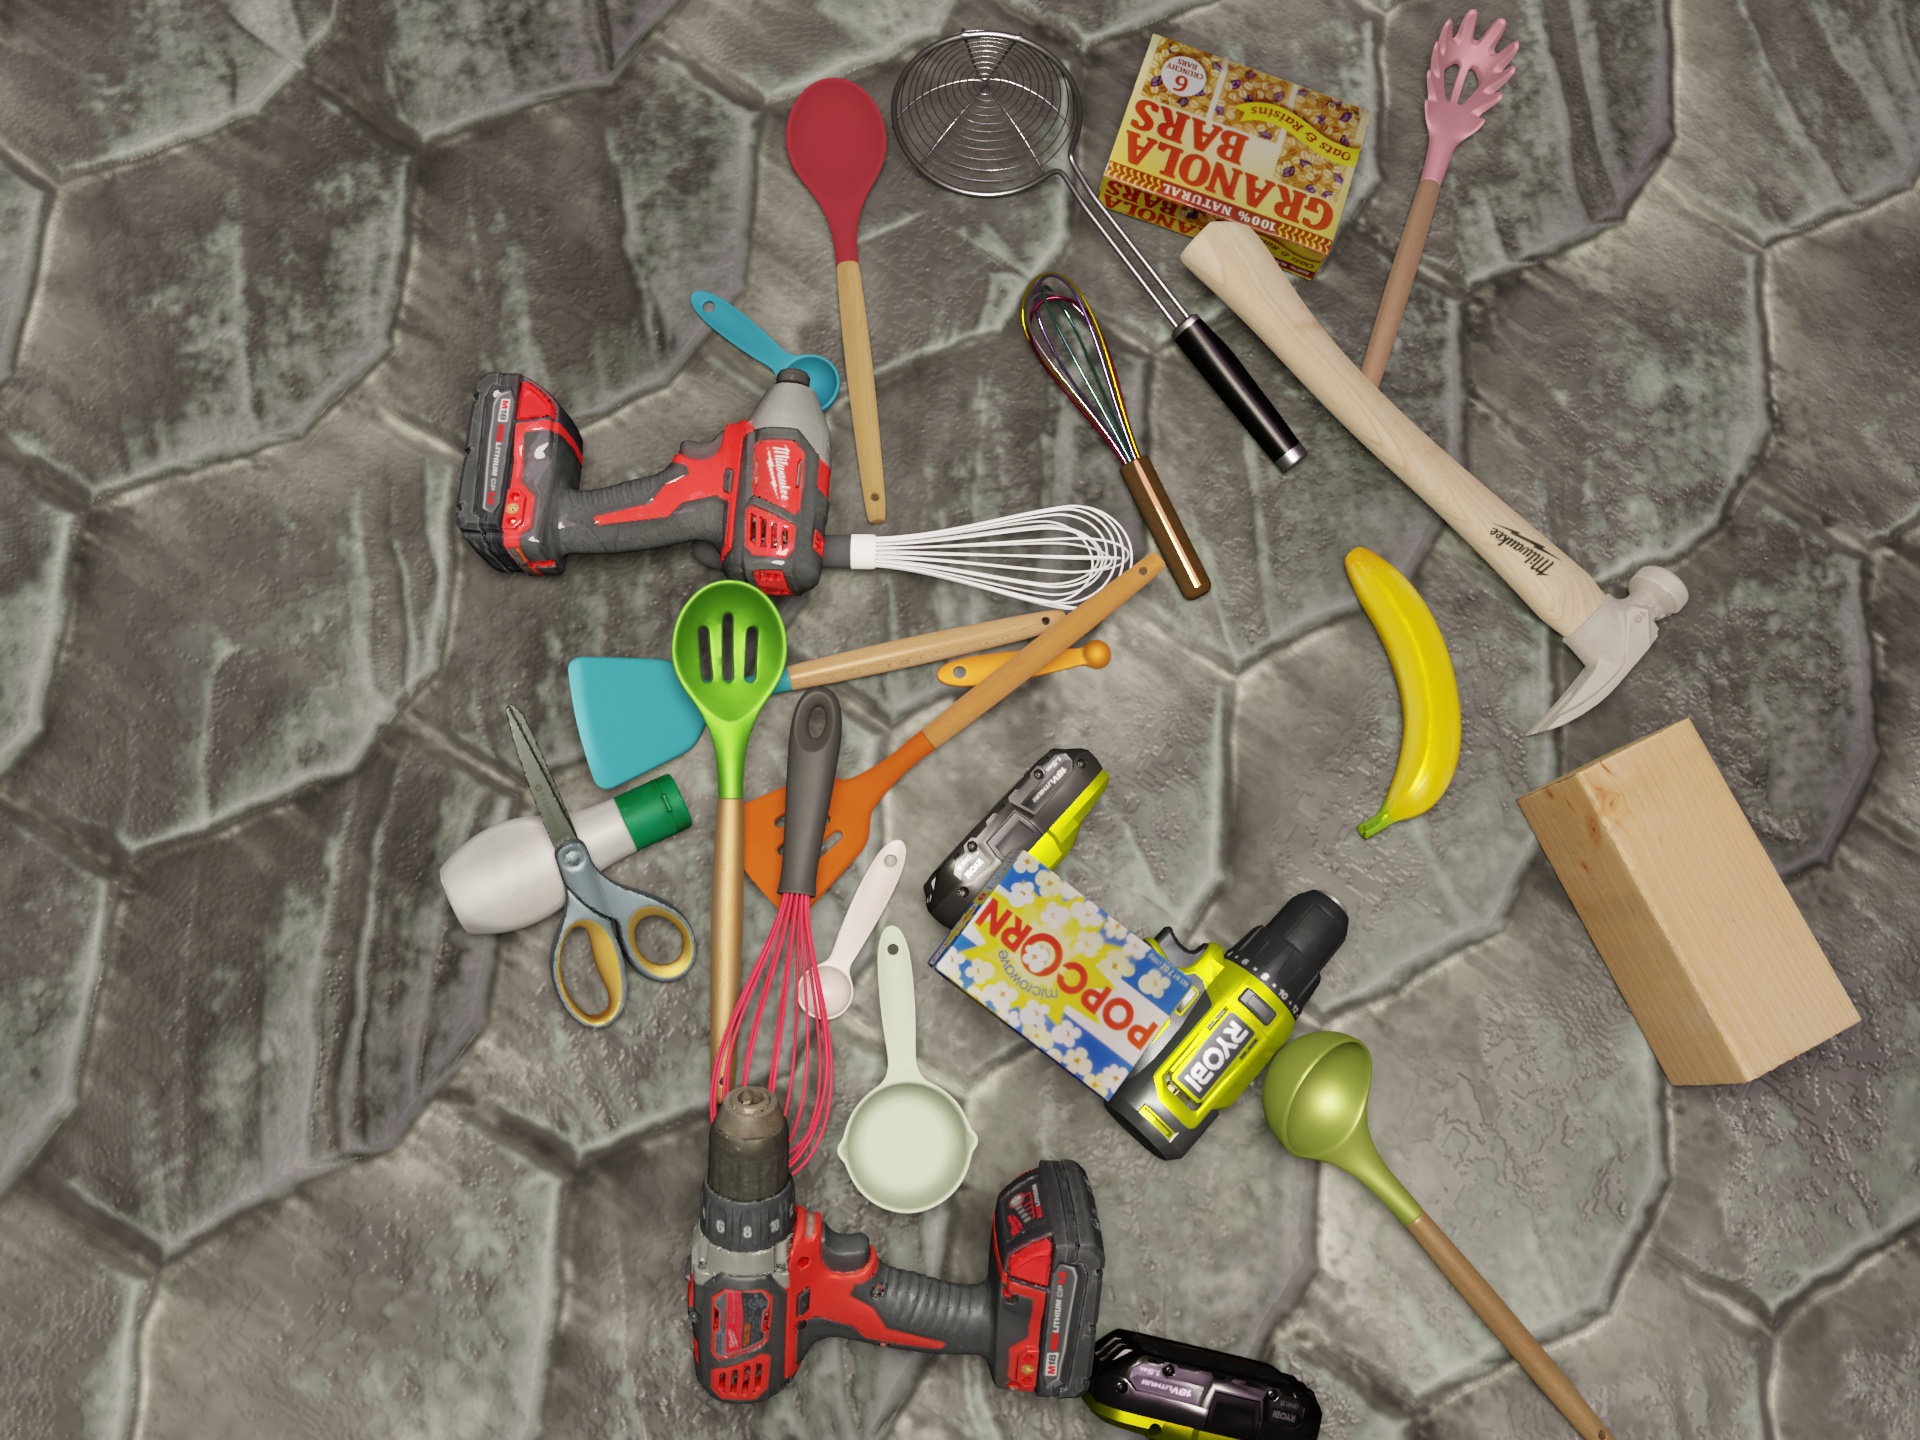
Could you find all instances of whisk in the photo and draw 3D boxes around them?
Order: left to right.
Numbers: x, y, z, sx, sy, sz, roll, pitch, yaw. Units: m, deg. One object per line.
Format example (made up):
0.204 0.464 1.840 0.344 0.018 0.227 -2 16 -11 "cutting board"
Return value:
-0.100 0.122 0.942 0.073 0.073 0.296 7 77 -4 "whisk"
-0.031 -0.110 1.028 0.284 0.070 0.070 1 77 -1 "whisk"
0.104 -0.191 1.071 0.047 0.051 0.245 -27 85 10 "whisk"

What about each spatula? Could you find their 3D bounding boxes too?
-0.082 -0.031 1.006 0.317 0.044 0.082 -13 88 -9 "spatula"
-0.002 -0.003 0.993 0.322 0.041 0.081 -38 83 0 "spatula"

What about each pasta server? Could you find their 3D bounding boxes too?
0.330 -0.363 1.133 0.060 0.040 0.316 19 77 2 "pasta server"

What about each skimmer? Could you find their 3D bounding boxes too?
0.100 -0.304 1.066 0.363 0.127 0.090 52 44 1 "skimmer"

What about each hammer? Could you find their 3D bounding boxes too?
0.298 -0.174 1.072 0.410 0.038 0.146 45 78 1 "hammer"

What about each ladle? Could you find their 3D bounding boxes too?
-0.072 -0.285 1.078 0.069 0.031 0.315 -6 79 -3 "ladle"
0.292 0.316 0.946 0.078 0.062 0.320 -40 91 -19 "ladle"

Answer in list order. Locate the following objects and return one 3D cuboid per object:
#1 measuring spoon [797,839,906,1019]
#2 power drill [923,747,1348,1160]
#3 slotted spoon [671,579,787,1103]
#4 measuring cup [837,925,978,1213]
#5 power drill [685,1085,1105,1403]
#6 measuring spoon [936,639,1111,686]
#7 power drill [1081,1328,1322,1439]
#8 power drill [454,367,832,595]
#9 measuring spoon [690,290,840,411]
-0.064 0.130 0.989 0.034 0.018 0.124 24 69 7 "measuring spoon"
0.110 0.125 0.975 0.228 0.080 0.190 43 77 2 "power drill"
-0.142 0.073 0.961 0.070 0.031 0.314 1 88 -13 "slotted spoon"
-0.036 0.209 0.959 0.083 0.038 0.168 -3 75 -7 "measuring cup"
-0.038 0.291 0.884 0.226 0.080 0.187 2 110 -5 "power drill"
0.042 -0.038 1.038 0.117 0.011 0.021 -8 78 -7 "measuring spoon"
0.109 0.472 0.893 0.171 0.080 0.223 14 79 -3 "power drill"
-0.189 -0.154 0.990 0.219 0.078 0.143 3 76 4 "power drill"
-0.132 -0.248 1.070 0.129 0.021 0.042 40 85 13 "measuring spoon"
